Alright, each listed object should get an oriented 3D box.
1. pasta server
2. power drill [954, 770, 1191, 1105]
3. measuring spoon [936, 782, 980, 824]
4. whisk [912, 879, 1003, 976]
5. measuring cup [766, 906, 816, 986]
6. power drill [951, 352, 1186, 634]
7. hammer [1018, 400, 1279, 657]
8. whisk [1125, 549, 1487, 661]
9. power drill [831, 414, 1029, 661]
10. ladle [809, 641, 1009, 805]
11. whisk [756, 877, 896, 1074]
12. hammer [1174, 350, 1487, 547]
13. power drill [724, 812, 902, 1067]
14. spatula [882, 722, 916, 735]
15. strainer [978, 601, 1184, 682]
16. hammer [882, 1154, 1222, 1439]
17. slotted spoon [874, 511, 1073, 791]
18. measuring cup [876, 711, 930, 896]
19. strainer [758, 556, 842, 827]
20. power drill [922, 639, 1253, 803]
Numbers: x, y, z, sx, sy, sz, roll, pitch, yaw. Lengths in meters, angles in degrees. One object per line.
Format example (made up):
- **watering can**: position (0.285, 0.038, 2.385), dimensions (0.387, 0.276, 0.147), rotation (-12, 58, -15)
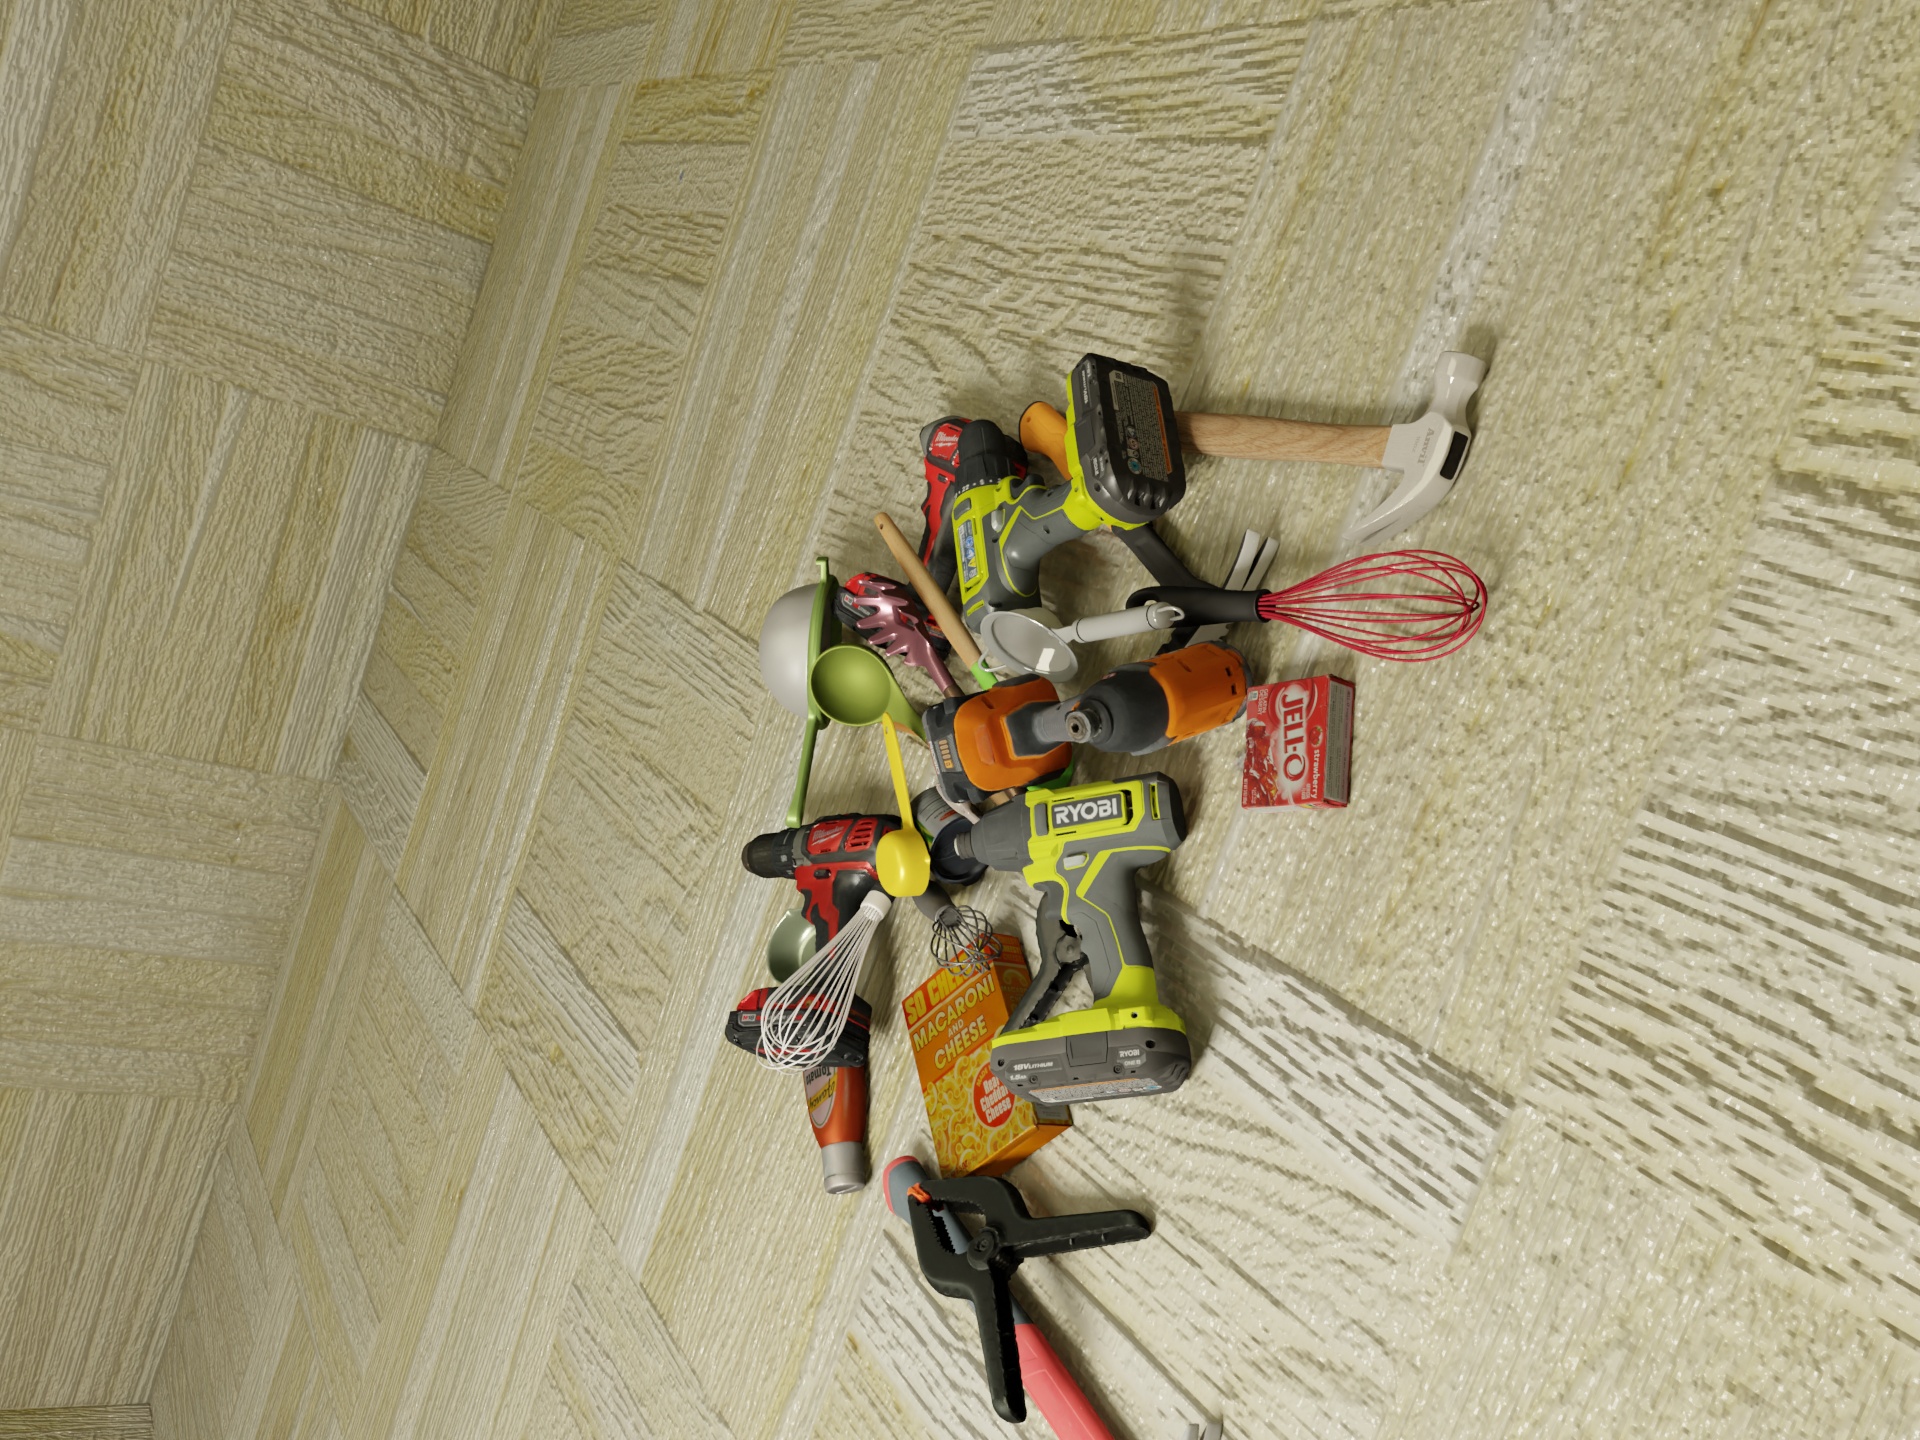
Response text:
- **pasta server**: position (-0.002, -0.004, 1.313), dimensions (0.317, 0.040, 0.060), rotation (57, 146, 31)
- **power drill**: position (0.081, 0.156, 1.146), dimensions (0.171, 0.080, 0.223), rotation (-11, 64, 18)
- **measuring spoon**: position (0.031, 0.088, 1.291), dimensions (0.018, 0.124, 0.034), rotation (-46, -11, -17)
- **whisk**: position (-0.013, 0.162, 1.296), dimensions (0.239, 0.055, 0.055), rotation (-152, 78, -77)
- **measuring cup**: position (-0.111, 0.195, 1.492), dimensions (0.167, 0.038, 0.083), rotation (-34, 49, 22)
- **power drill**: position (0.070, -0.194, 1.274), dimensions (0.228, 0.080, 0.191), rotation (-32, 57, 49)
- **hammer**: position (0.131, -0.175, 1.279), dimensions (0.127, 0.034, 0.337), rotation (-59, 39, 24)
- **whisk**: position (0.221, -0.077, 1.076), dimensions (0.296, 0.073, 0.073), rotation (4, 82, 49)
- **power drill**: position (-0.029, -0.174, 1.466), dimensions (0.143, 0.078, 0.219), rotation (37, 105, 51)
- **ladle**: position (-0.017, 0.030, 1.340), dimensions (0.320, 0.062, 0.078), rotation (39, 123, 37)
- **whisk**: position (-0.085, 0.179, 1.336), dimensions (0.070, 0.070, 0.285), rotation (-25, 25, 48)
- **hammer**: position (0.228, -0.202, 1.158), dimensions (0.331, 0.031, 0.130), rotation (20, 94, 55)
- **power drill**: position (-0.142, 0.192, 1.441), dimensions (0.188, 0.080, 0.227), rotation (-8, 59, 36)
- **spatula**: position (-0.030, 0.009, 1.449), dimensions (0.323, 0.041, 0.081), rotation (18, 94, 59)
- **strainer**: position (0.092, -0.068, 1.207), dimensions (0.050, 0.086, 0.258), rotation (-57, 22, -19)
- **hammer**: position (0.046, 0.442, 1.180), dimensions (0.387, 0.038, 0.143), rotation (42, 111, 51)
- **slotted spoon**: position (0.001, -0.064, 1.351), dimensions (0.070, 0.031, 0.314), rotation (-50, 57, 31)
- **measuring cup**: position (-0.059, 0.071, 1.332), dimensions (0.062, 0.029, 0.156), rotation (-20, 80, 62)
- **strainer**: position (-0.163, -0.020, 1.511), dimensions (0.151, 0.069, 0.257), rotation (87, -171, -65)
- **power drill**: position (0.077, 0.002, 1.148), dimensions (0.226, 0.164, 0.084), rotation (-15, 91, 46)
